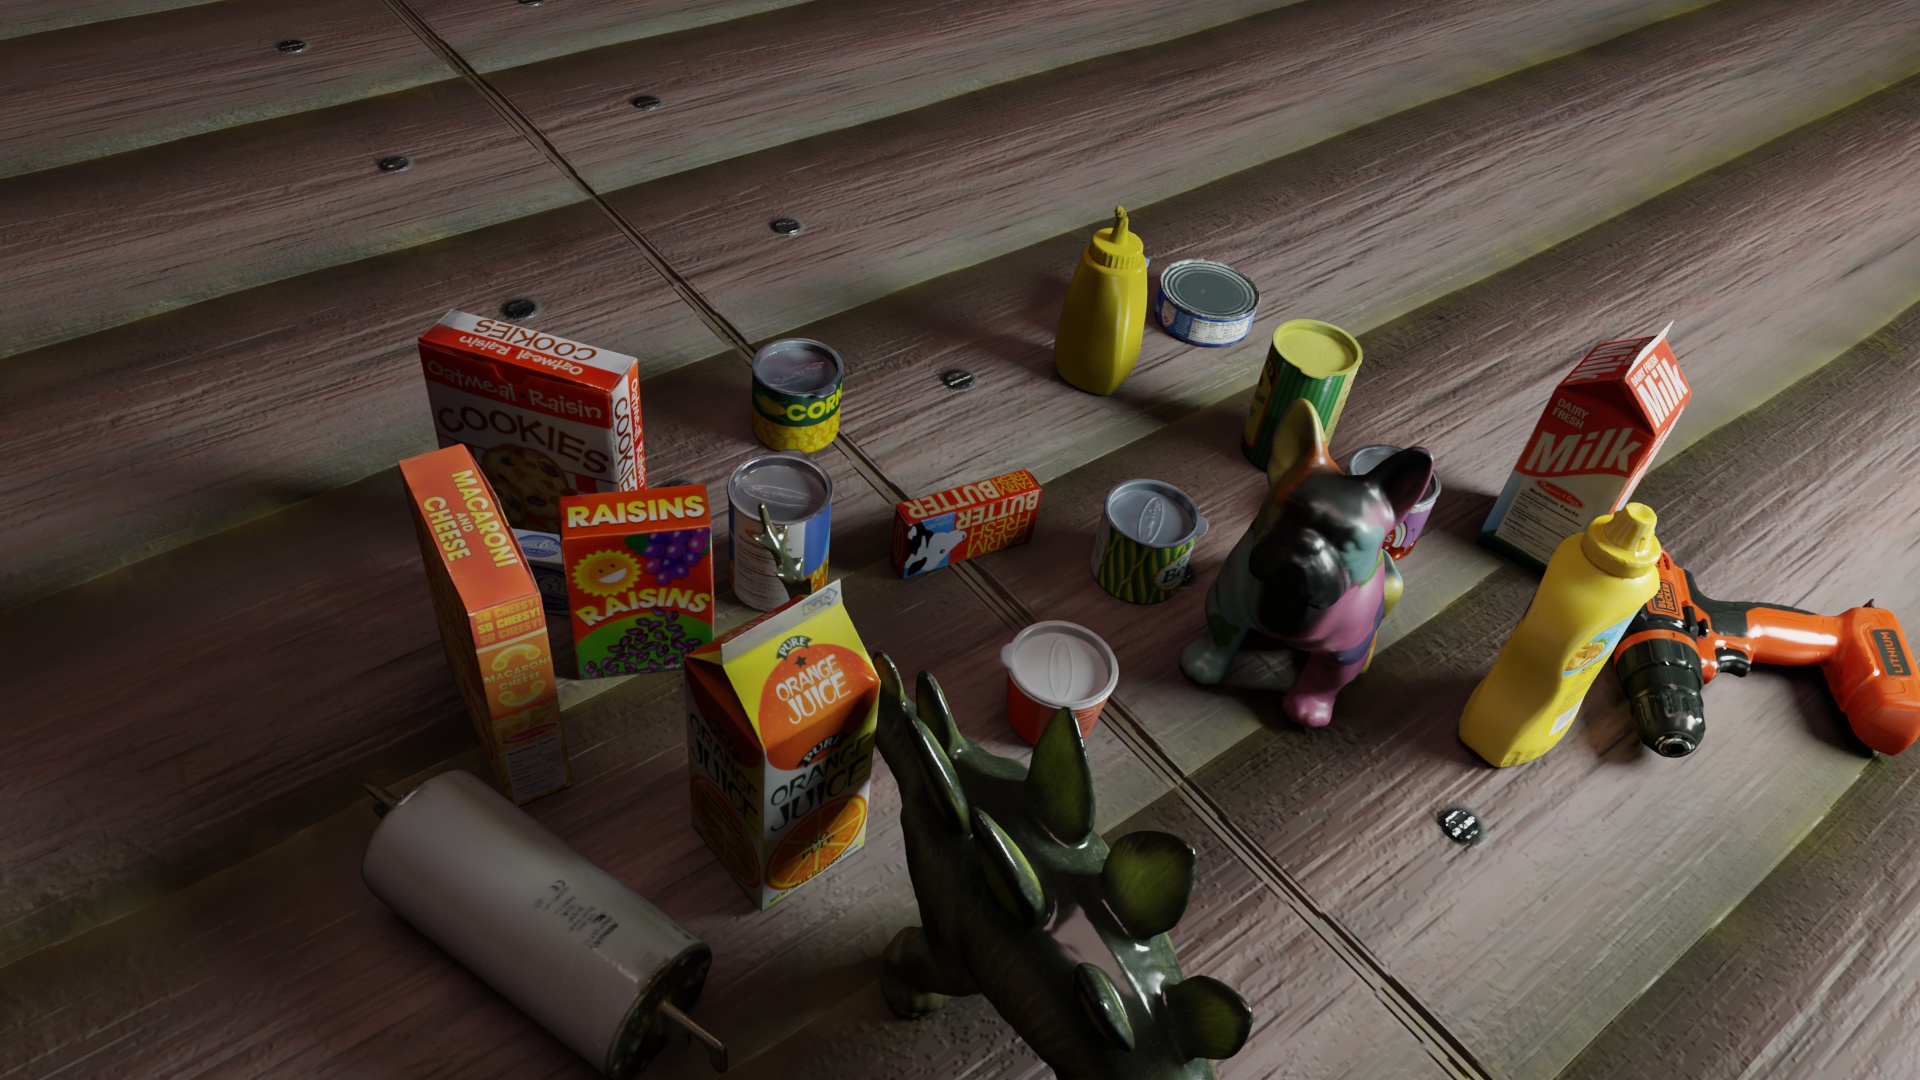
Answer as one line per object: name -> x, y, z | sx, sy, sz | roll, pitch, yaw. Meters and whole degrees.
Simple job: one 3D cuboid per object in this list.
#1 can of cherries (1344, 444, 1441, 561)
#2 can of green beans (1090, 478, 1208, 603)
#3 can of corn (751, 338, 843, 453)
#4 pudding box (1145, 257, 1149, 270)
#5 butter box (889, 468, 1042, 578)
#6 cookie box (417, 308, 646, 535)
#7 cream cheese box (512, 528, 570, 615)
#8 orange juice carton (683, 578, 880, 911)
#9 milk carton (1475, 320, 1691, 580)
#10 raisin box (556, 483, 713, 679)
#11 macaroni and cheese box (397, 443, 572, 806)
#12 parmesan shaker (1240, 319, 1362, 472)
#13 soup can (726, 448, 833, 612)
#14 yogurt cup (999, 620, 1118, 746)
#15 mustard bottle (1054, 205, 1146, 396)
can of cherries -> 0.304, -0.025, 1.004 | 0.071, 0.058, 0.072 | 4, 44, -4
can of green beans -> 0.126, 0.001, 0.951 | 0.071, 0.057, 0.071 | 4, 44, -4
can of corn -> -0.119, -0.104, 1.019 | 0.071, 0.058, 0.071 | 4, 44, -4
pudding box -> 0.130, -0.200, 1.161 | 0.030, 0.049, 0.084 | 19, 45, 10
butter box -> 0.003, -0.012, 0.948 | 0.104, 0.052, 0.024 | -16, 50, -23
cookie box -> -0.262, -0.054, 0.869 | 0.123, 0.166, 0.040 | 15, 45, 7
cream cheese box -> -0.264, 0.021, 0.874 | 0.104, 0.053, 0.024 | 8, 44, -1
orange juice carton -> -0.094, 0.101, 0.720 | 0.072, 0.191, 0.073 | -28, 55, -31
milk carton -> 0.441, -0.064, 0.970 | 0.073, 0.189, 0.073 | 35, 50, 24
raisin box -> -0.191, 0.026, 0.831 | 0.086, 0.122, 0.040 | -5, 46, -14
macaroni and cheese box -> -0.260, 0.048, 0.766 | 0.040, 0.165, 0.124 | -19, 51, -25
parmesan shaker -> 0.254, -0.104, 1.044 | 0.071, 0.102, 0.072 | 4, 44, -4
soup can -> -0.117, -0.006, 0.902 | 0.071, 0.083, 0.072 | 4, 44, -4
yogurt cup -> 0.059, 0.091, 0.852 | 0.072, 0.053, 0.073 | 4, 44, -4
mustard bottle -> 0.113, -0.187, 1.067 | 0.065, 0.159, 0.049 | 27, 47, 18
